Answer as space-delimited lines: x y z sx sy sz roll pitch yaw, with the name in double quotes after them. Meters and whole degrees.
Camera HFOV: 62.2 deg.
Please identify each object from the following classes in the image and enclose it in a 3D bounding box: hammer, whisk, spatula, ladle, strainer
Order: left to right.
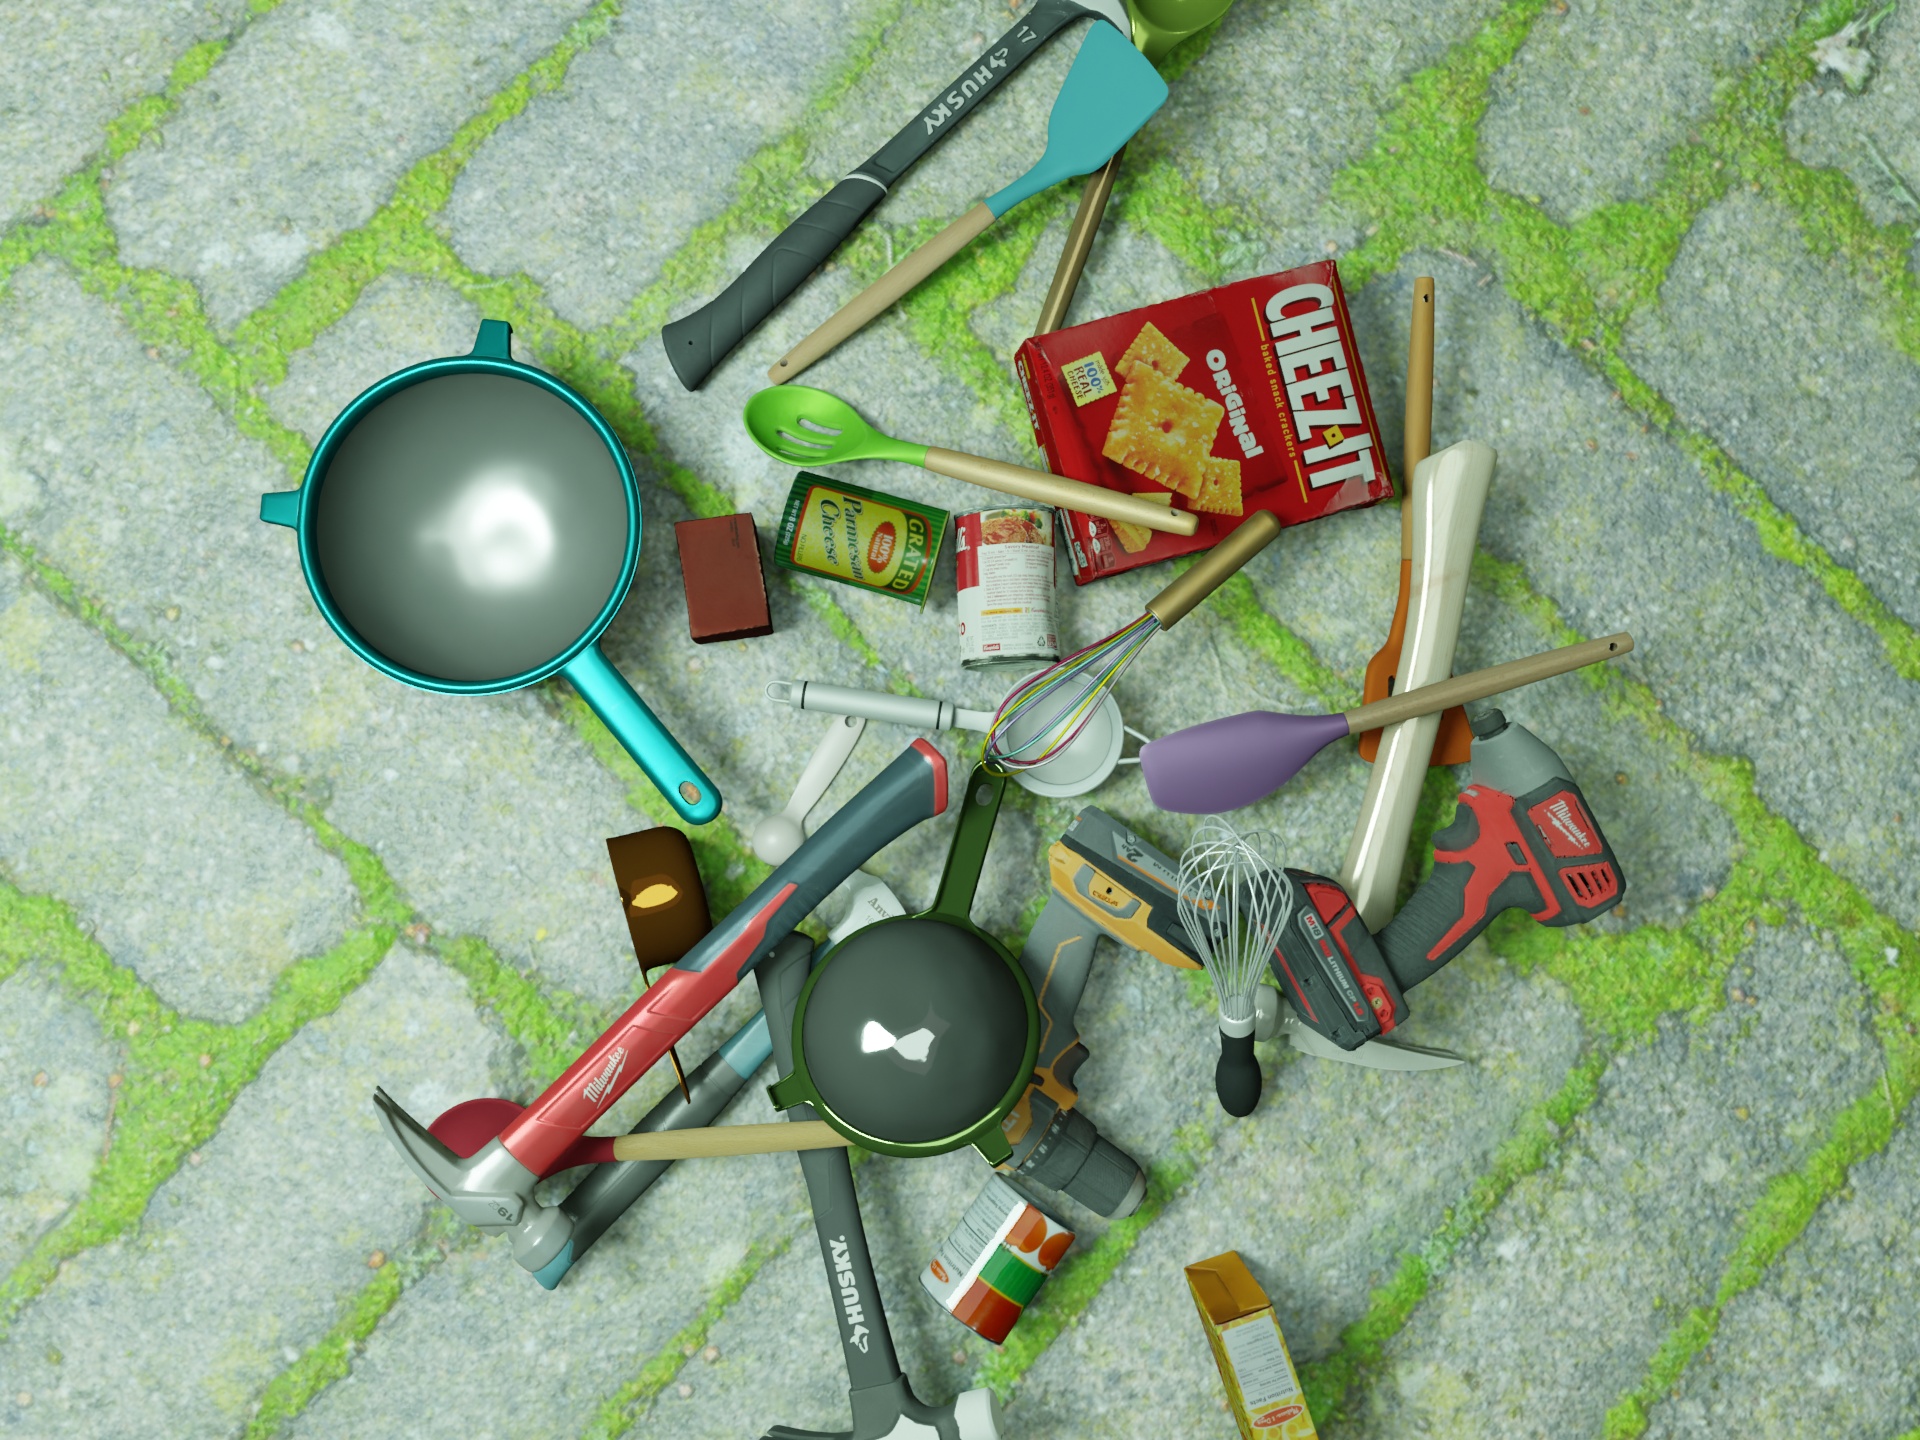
-0.262 -0.069 1.017 0.211 0.095 0.340 -40 90 -3 "strainer"
-0.188 0.261 0.980 0.315 0.031 0.069 -7 70 14 "ladle"
-0.162 0.141 0.950 0.386 0.038 0.143 -44 104 -9 "hammer"
-0.158 0.231 1.027 0.128 0.033 0.331 45 85 2 "hammer"
-0.085 0.289 0.980 0.146 0.035 0.335 -16 81 10 "hammer"
-0.047 -0.373 1.083 0.149 0.036 0.409 45 85 0 "hammer"
-0.015 0.128 0.953 0.151 0.069 0.256 12 65 12 "strainer"
-0.006 -0.328 1.052 0.317 0.044 0.082 -37 67 6 "spatula"
-0.002 -0.003 1.048 0.258 0.050 0.087 9 99 1 "strainer"
0.104 -0.377 1.058 0.078 0.062 0.320 19 96 -16 "ladle"
0.108 -0.049 1.010 0.245 0.051 0.047 -40 106 -4 "whisk"
0.166 0.158 0.956 0.070 0.284 0.070 -5 45 5 "whisk"
0.271 -0.003 1.010 0.316 0.018 0.060 -17 95 4 "spatula"
0.299 0.024 1.041 0.146 0.038 0.410 12 92 -3 "hammer"
0.306 -0.132 1.062 0.081 0.041 0.322 0 97 -3 "spatula"

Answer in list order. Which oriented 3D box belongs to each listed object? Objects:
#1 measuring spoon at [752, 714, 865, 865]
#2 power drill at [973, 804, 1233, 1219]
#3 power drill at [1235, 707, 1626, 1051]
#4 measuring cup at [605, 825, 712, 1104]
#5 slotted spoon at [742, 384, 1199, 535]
-0.097 0.040 1.053 0.034 0.018 0.124 31 84 0 "measuring spoon"
0.084 0.192 1.021 0.185 0.084 0.226 35 89 0 "power drill"
0.292 0.097 0.991 0.219 0.078 0.143 -29 94 -5 "power drill"
-0.175 0.150 1.001 0.052 0.095 0.174 -17 81 -13 "measuring cup"
0.002 -0.161 1.023 0.314 0.031 0.070 17 55 19 "slotted spoon"
